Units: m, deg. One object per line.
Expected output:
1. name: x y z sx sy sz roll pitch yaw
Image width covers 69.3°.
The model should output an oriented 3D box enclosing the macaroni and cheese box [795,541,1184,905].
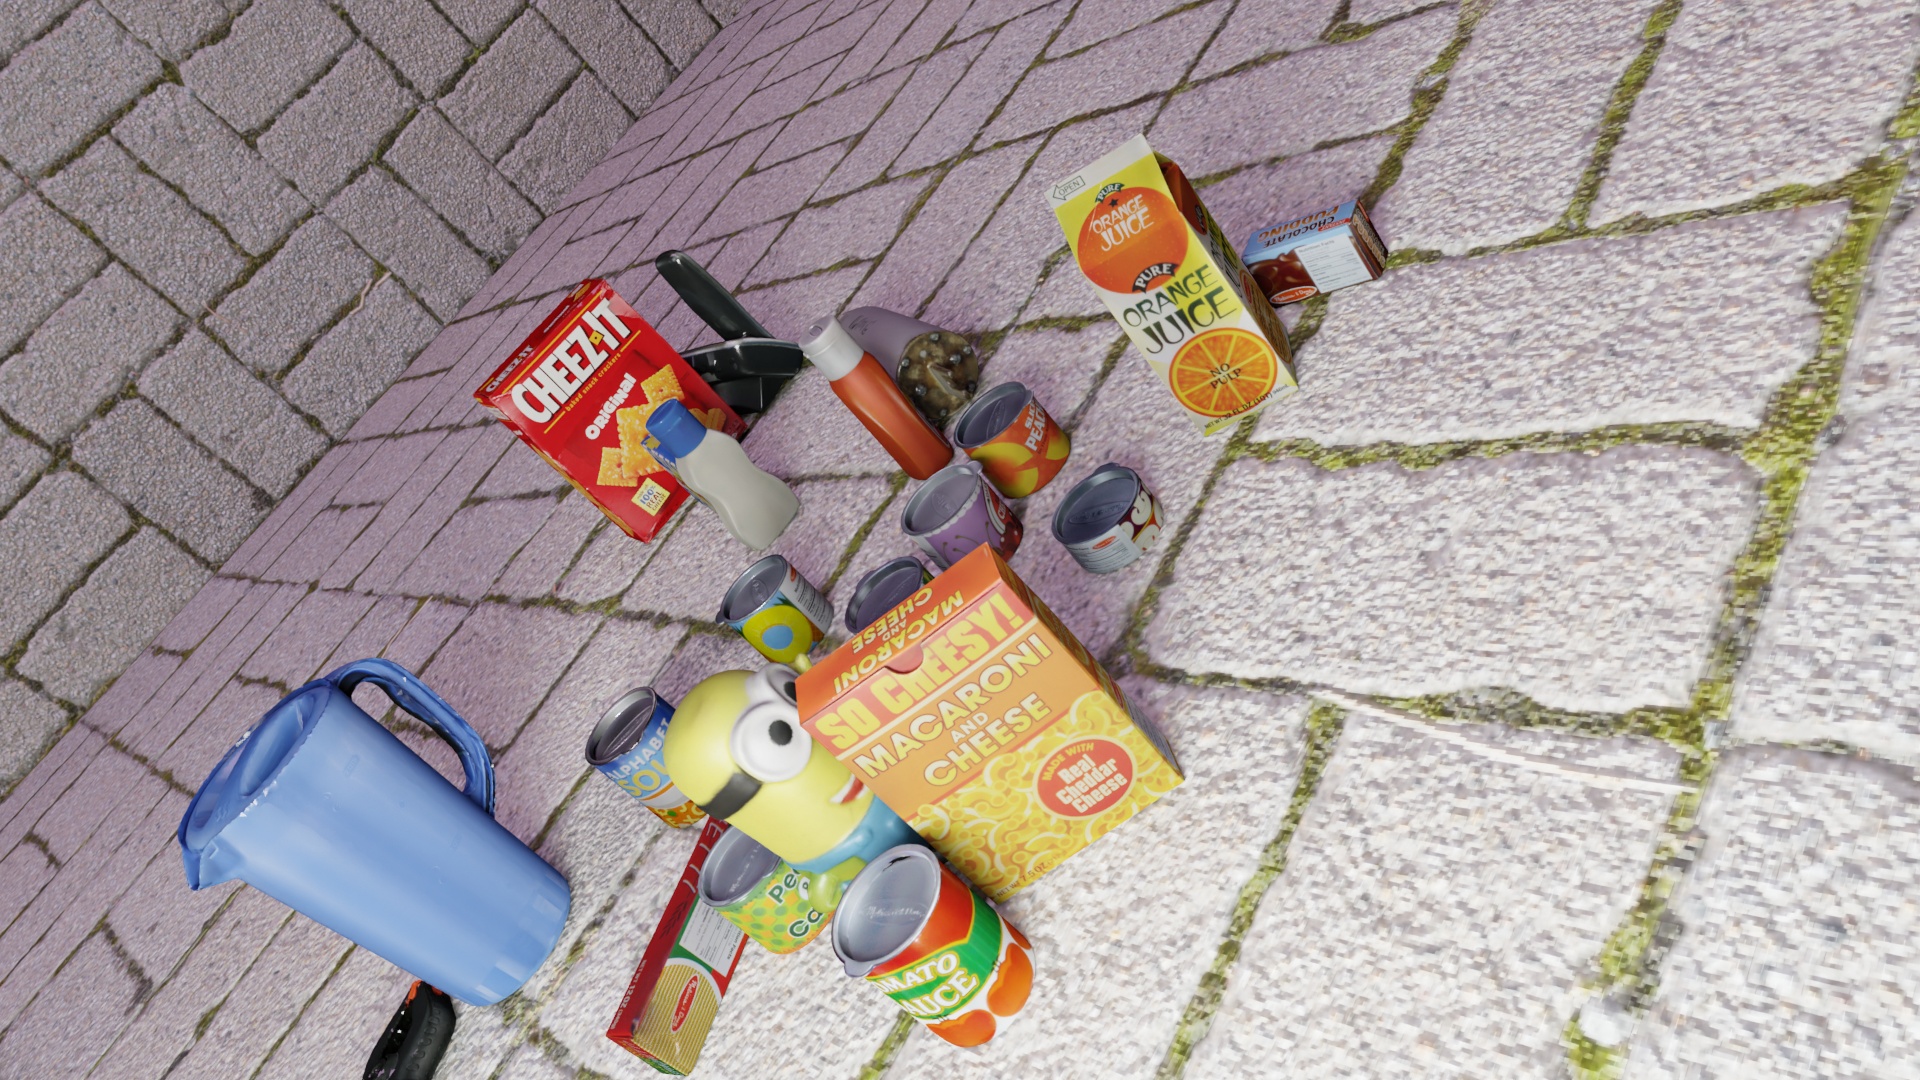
1. macaroni and cheese box: 0.017 0.097 0.702 0.123 0.166 0.040 -37 30 10

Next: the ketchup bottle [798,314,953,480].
1. ketchup bottle: -0.068 -0.113 1.098 0.043 0.148 0.065 -44 29 -2

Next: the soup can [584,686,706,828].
1. soup can: -0.211 0.155 0.981 0.071 0.083 0.072 -30 31 21

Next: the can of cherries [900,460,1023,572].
1. can of cherries: 0.003 -0.012 0.972 0.071 0.058 0.072 -30 31 21

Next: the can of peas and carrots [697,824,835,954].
1. can of peas and carrots: -0.110 0.202 0.824 0.071 0.058 0.071 -30 31 21

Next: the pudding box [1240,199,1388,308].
1. pudding box: 0.239 -0.193 0.939 0.083 0.049 0.030 -11 42 43

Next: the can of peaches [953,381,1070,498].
1. can of peaches: 0.040 -0.073 1.010 0.071 0.058 0.071 -30 31 21

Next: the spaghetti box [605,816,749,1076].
1. spaghetti box: -0.142 0.204 0.869 0.028 0.050 0.251 -17 38 38

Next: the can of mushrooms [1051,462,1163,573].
1. can of mushrooms: 0.095 -0.015 0.892 0.071 0.033 0.071 -30 32 21

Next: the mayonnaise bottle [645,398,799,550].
1. mayonnaise bottle: -0.207 -0.060 1.194 0.065 0.147 0.041 -52 31 -17

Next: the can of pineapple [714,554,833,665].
1. can of pineapple: -0.141 0.054 1.057 0.071 0.057 0.071 -30 31 21

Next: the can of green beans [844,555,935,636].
1. can of green beans: -0.034 0.054 0.931 0.071 0.057 0.071 -30 31 21

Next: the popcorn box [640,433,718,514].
1. popcorn box: -0.245 -0.065 1.312 0.038 0.085 0.127 -48 30 -9

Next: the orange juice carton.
1. orange juice carton: 0.135 -0.166 0.881 0.071 0.192 0.073 -28 32 25

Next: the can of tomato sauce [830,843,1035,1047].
1. can of tomato sauce: -0.013 0.202 0.683 0.071 0.083 0.071 -30 31 21
